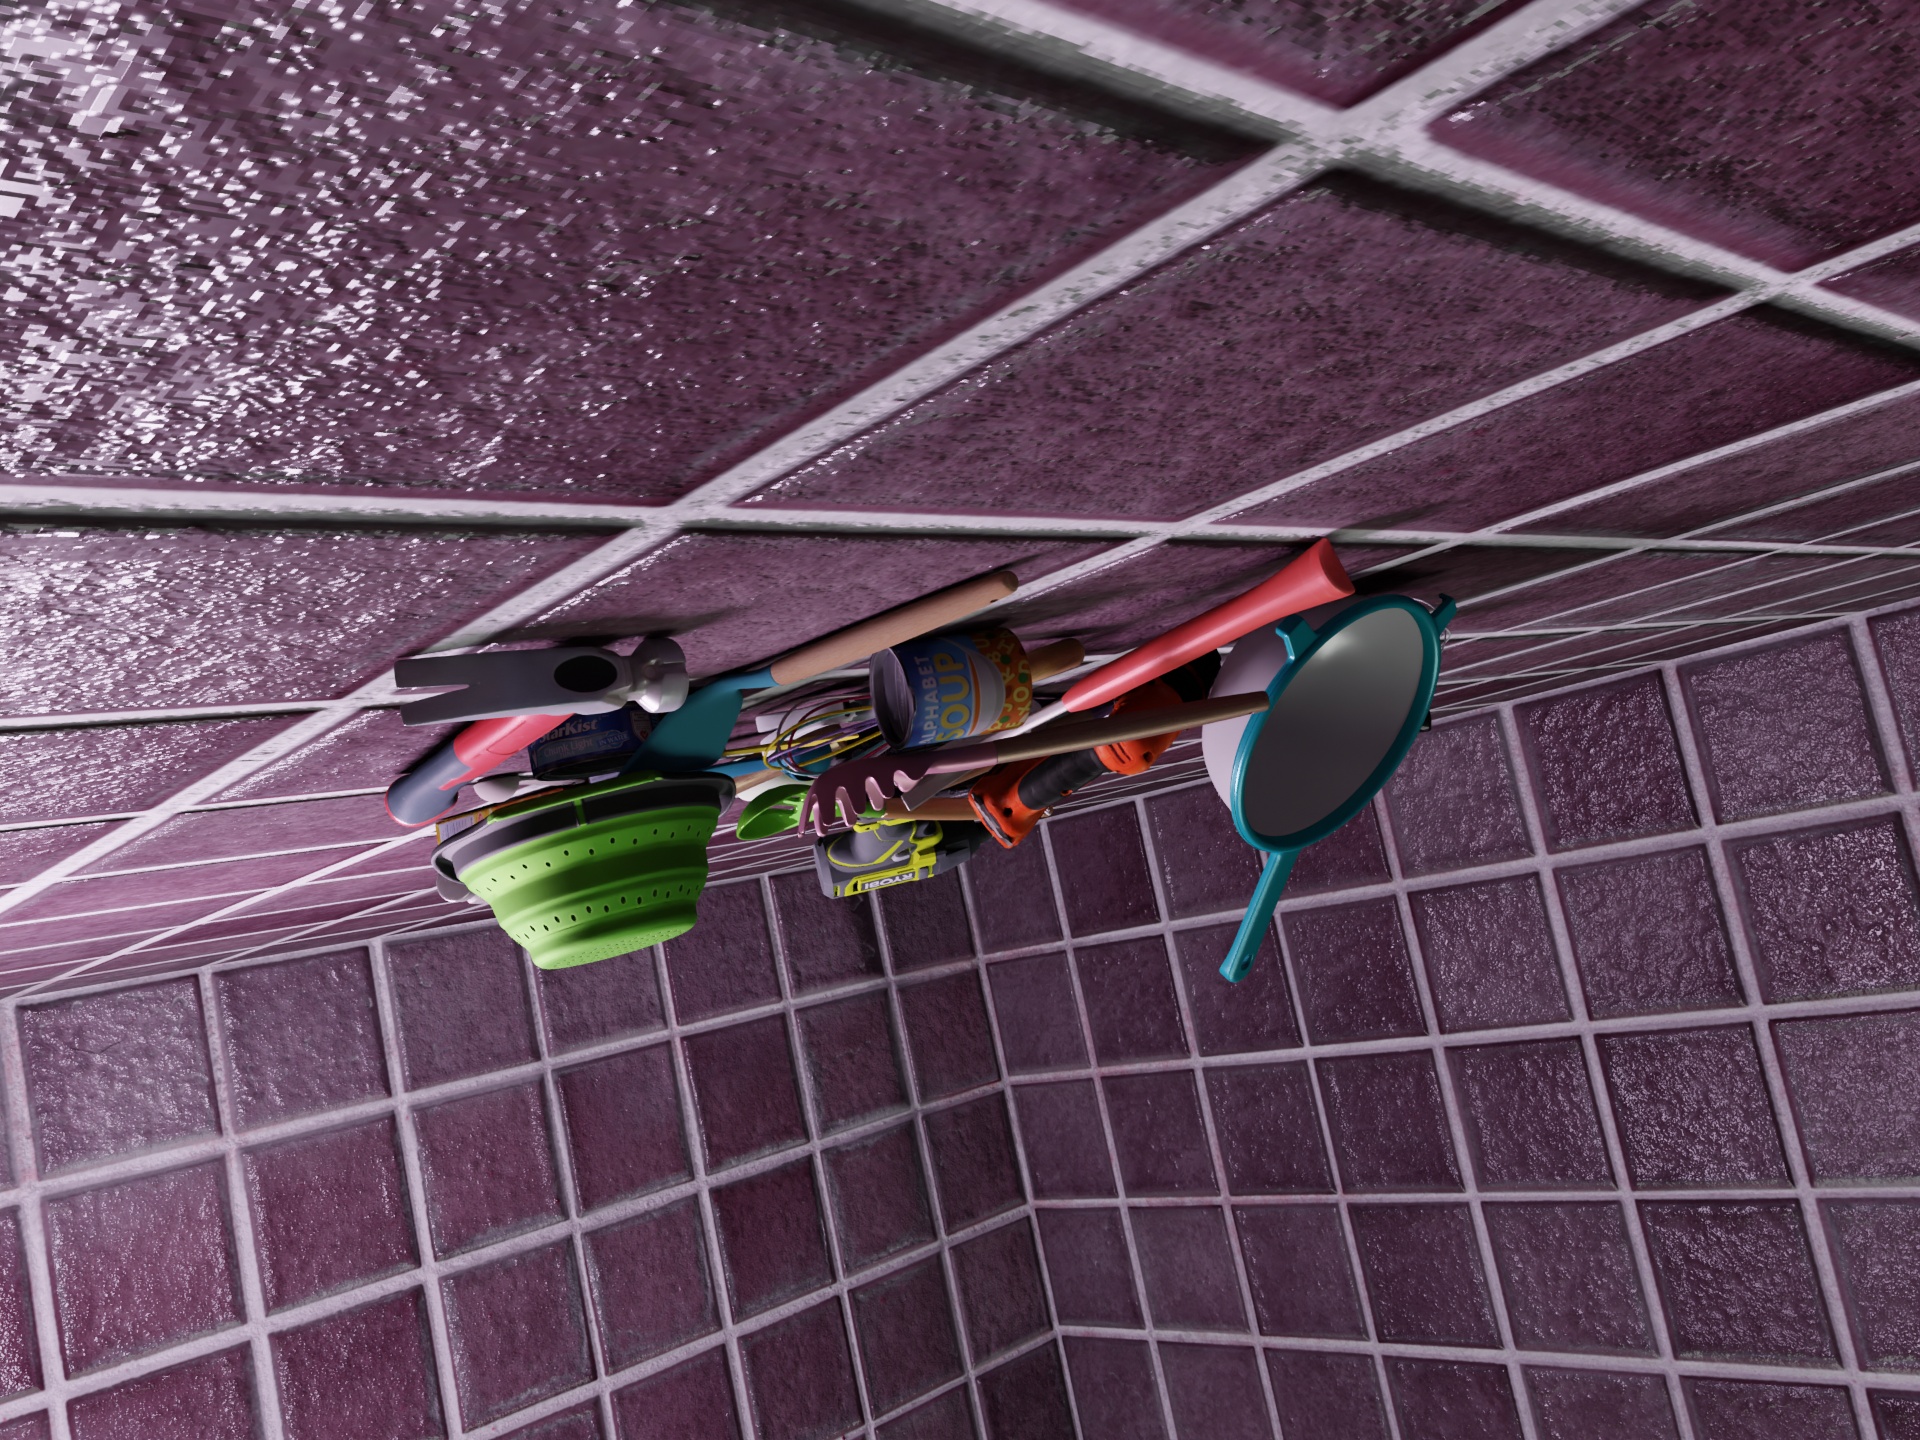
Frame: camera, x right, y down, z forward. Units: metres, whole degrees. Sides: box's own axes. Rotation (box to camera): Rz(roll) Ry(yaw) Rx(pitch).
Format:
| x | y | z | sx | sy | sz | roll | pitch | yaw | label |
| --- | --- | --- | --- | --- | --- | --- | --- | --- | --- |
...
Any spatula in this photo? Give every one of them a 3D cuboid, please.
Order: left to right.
| x | y | z | sx | sy | sz | roll | pitch | yaw | label |
| --- | --- | --- | --- | --- | --- | --- | --- | --- | --- |
| -0.084 | -0.024 | 0.927 | 0.317 | 0.044 | 0.082 | -19 | 173 | 41 | spatula |
| 0.087 | 0.005 | 1.340 | 0.316 | 0.018 | 0.060 | -23 | 178 | -34 | spatula |

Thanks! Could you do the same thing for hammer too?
| x | y | z | sx | sy | sz | roll | pitch | yaw | label |
| --- | --- | --- | --- | --- | --- | --- | --- | --- | --- |
| -0.297 | 0.018 | 0.933 | 0.143 | 0.038 | 0.386 | -6 | 171 | -33 | hammer |
| -0.245 | 0.075 | 1.279 | 0.331 | 0.031 | 0.130 | -23 | 170 | 5 | hammer |
| -0.002 | -0.004 | 1.282 | 0.149 | 0.036 | 0.408 | -14 | 173 | 28 | hammer |
| 0.105 | -0.029 | 1.047 | 0.149 | 0.037 | 0.359 | -29 | -179 | -43 | hammer |

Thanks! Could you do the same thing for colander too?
| x | y | z | sx | sy | sz | roll | pitch | yaw | label |
| --- | --- | --- | --- | --- | --- | --- | --- | --- | --- |
| -0.252 | 0.126 | 1.140 | 0.204 | 0.094 | 0.397 | -15 | 170 | -12 | colander |

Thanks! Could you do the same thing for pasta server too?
| x | y | z | sx | sy | sz | roll | pitch | yaw | label |
| --- | --- | --- | --- | --- | --- | --- | --- | --- | --- |
| 0.049 | 0.023 | 1.007 | 0.316 | 0.040 | 0.060 | -11 | 171 | -11 | pasta server |

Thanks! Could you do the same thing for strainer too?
| x | y | z | sx | sy | sz | roll | pitch | yaw | label |
| --- | --- | --- | --- | --- | --- | --- | --- | --- | --- |
| 0.234 | 0.040 | 1.202 | 0.211 | 0.340 | 0.095 | -9 | -144 | -39 | strainer |

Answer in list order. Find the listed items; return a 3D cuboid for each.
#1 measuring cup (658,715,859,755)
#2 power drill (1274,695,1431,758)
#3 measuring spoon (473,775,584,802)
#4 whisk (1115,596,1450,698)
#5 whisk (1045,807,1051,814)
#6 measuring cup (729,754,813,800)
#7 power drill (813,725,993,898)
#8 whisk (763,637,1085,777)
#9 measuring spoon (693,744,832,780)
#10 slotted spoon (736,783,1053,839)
| x | y | z | sx | sy | sz | roll | pitch | yaw | label |
| --- | --- | --- | --- | --- | --- | --- | --- | --- | --- |
| -0.148 | 0.008 | 1.091 | 0.156 | 0.029 | 0.062 | -6 | 172 | -10 | measuring cup |
| 0.320 | -0.010 | 1.346 | 0.143 | 0.078 | 0.220 | -6 | -171 | 14 | power drill |
| -0.334 | 0.054 | 1.252 | 0.034 | 0.018 | 0.124 | -15 | 174 | 22 | measuring spoon |
| 0.250 | -0.047 | 1.285 | 0.284 | 0.070 | 0.070 | -9 | 175 | 26 | whisk |
| 0.050 | 0.035 | 1.412 | 0.058 | 0.059 | 0.246 | -39 | -168 | 6 | whisk |
| -0.123 | 0.042 | 1.429 | 0.167 | 0.038 | 0.083 | -9 | 173 | -5 | measuring cup |
| -0.046 | 0.083 | 1.444 | 0.171 | 0.080 | 0.223 | -12 | 154 | -11 | power drill |
| -0.019 | -0.013 | 1.052 | 0.245 | 0.047 | 0.051 | -20 | -147 | -26 | whisk |
| -0.155 | 0.042 | 1.211 | 0.128 | 0.021 | 0.042 | -11 | 150 | -27 | measuring spoon |
| -0.046 | 0.073 | 1.304 | 0.313 | 0.031 | 0.070 | 2 | 145 | -38 | slotted spoon |
